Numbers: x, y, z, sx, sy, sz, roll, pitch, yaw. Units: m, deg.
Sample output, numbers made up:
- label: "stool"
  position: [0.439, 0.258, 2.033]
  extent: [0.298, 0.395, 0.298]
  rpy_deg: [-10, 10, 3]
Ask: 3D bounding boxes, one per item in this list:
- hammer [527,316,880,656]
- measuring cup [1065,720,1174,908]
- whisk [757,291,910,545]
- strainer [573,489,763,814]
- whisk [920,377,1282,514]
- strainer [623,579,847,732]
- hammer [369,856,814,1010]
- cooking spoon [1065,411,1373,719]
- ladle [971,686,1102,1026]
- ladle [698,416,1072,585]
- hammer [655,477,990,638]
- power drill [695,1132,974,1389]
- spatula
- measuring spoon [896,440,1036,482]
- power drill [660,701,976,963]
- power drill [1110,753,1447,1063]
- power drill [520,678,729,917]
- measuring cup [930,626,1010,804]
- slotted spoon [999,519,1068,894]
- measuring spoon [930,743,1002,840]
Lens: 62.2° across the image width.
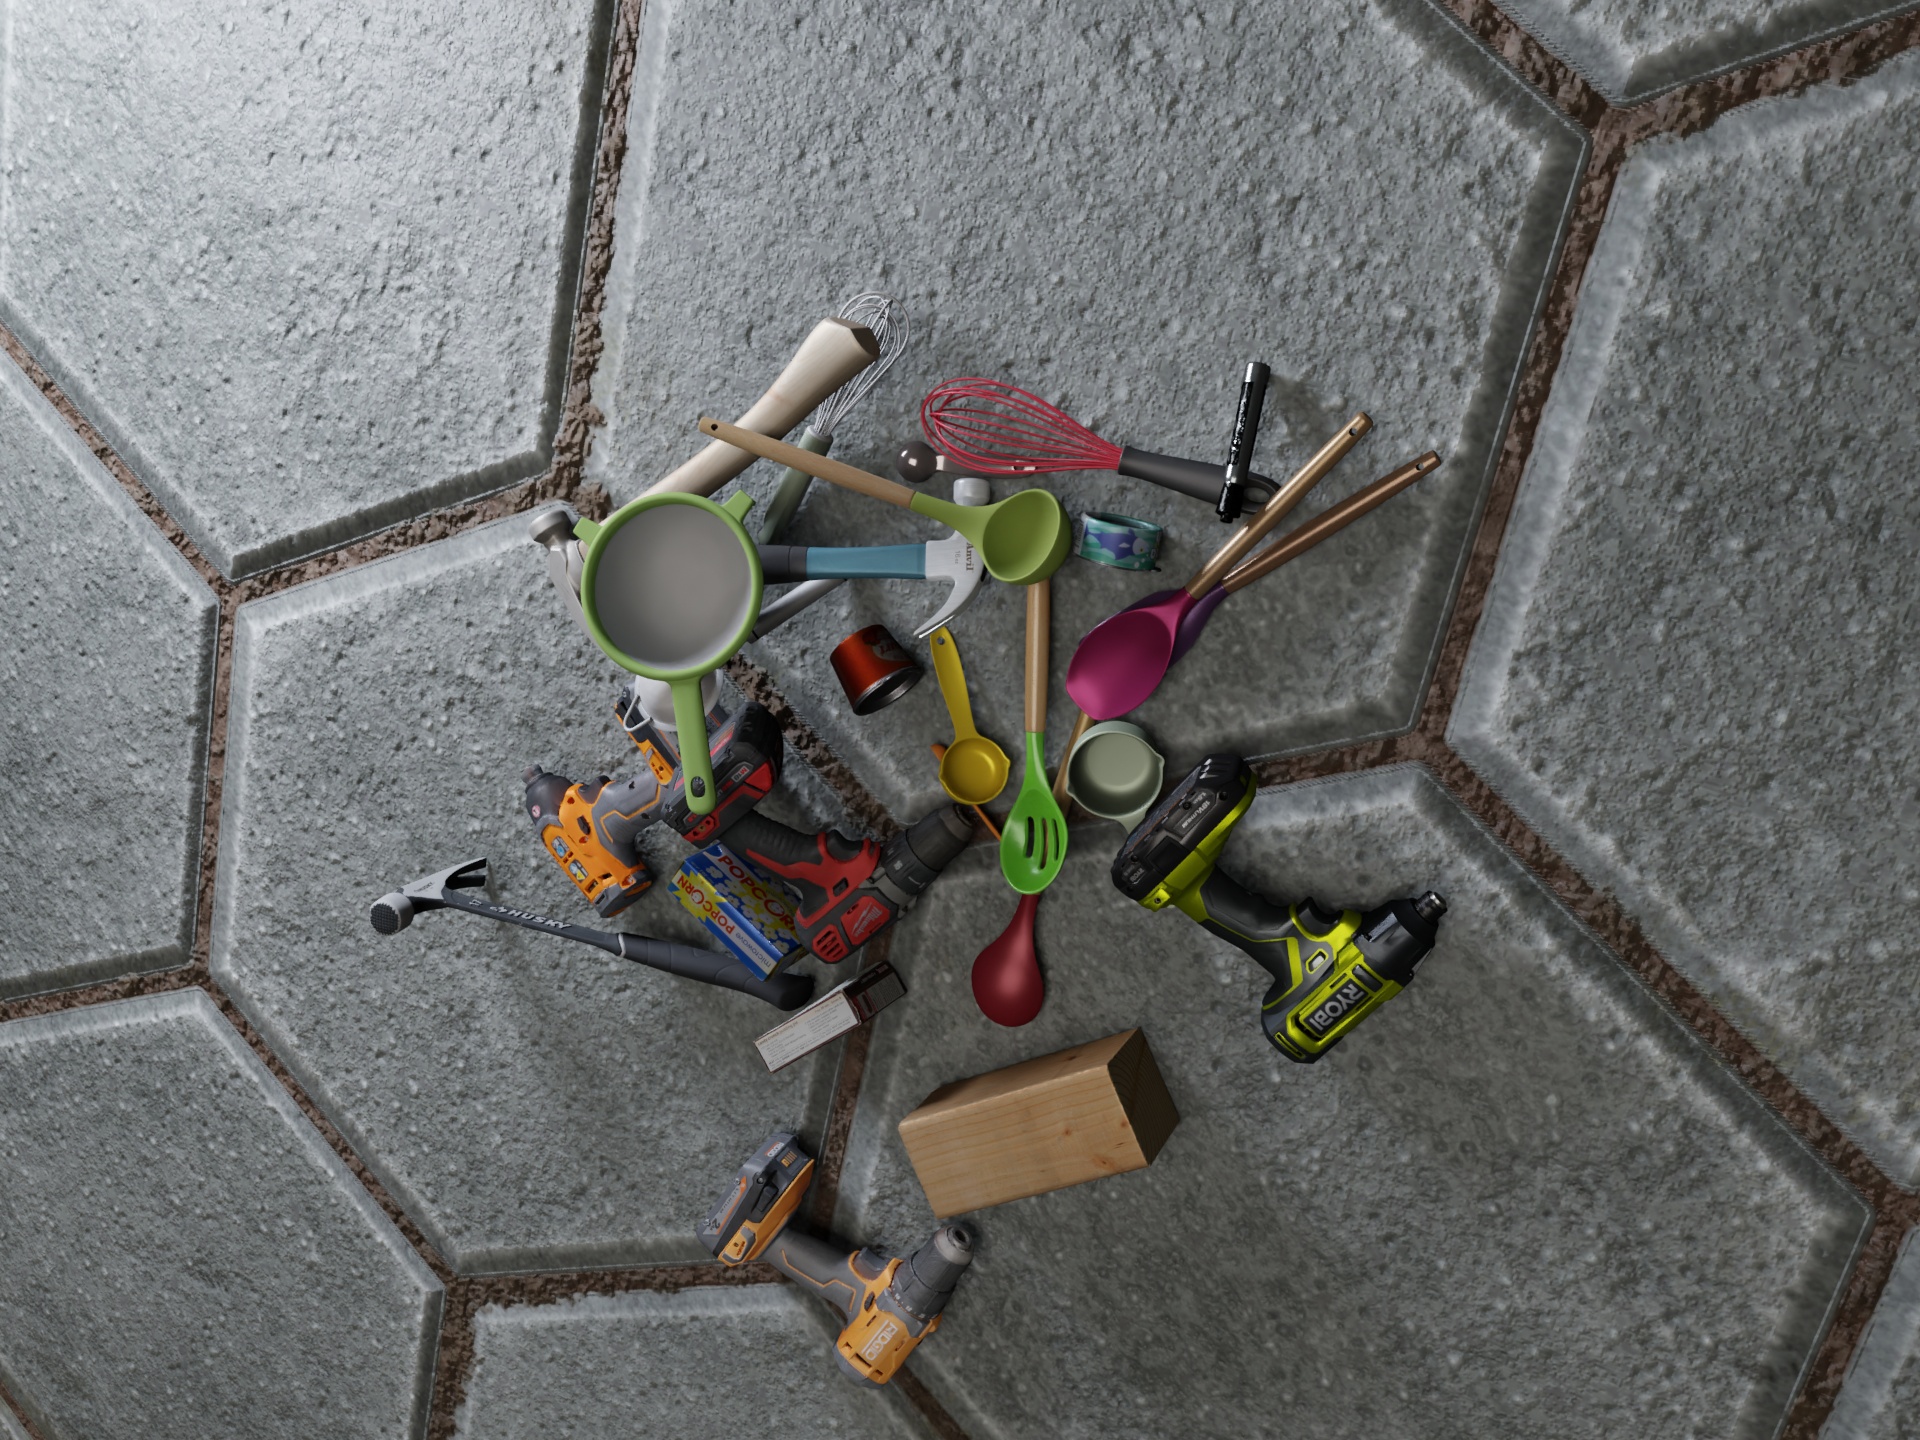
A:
- label: "hammer"
  position: [-0.214, -0.202, 1.355]
  extent: [0.410, 0.038, 0.146]
  rpy_deg: [-31, 89, 34]
- label: "measuring cup"
  position: [0.142, 0.076, 1.287]
  extent: [0.083, 0.038, 0.167]
  rpy_deg: [-20, 110, 15]
- label: "whisk"
  position: [-0.113, -0.246, 1.327]
  extent: [0.059, 0.058, 0.246]
  rpy_deg: [25, 117, -11]
- label: "strainer"
  position: [-0.216, -0.053, 1.281]
  extent: [0.151, 0.069, 0.256]
  rpy_deg: [-9, 88, 10]
- label: "whisk"
  position: [0.107, -0.206, 1.232]
  extent: [0.296, 0.073, 0.073]
  rpy_deg: [17, 107, 13]
- label: "strainer"
  position: [-0.188, -0.072, 1.354]
  extent: [0.258, 0.050, 0.087]
  rpy_deg: [-34, 66, 0]
- label: "hammer"
  position: [-0.333, 0.205, 1.489]
  extent: [0.409, 0.149, 0.036]
  rpy_deg: [13, 107, 12]
- label: "cooking spoon"
  position: [0.194, -0.114, 1.210]
  extent: [0.069, 0.017, 0.319]
  rpy_deg: [48, 117, 8]
- label: "ladle"
  position: [0.069, 0.120, 1.330]
  extent: [0.069, 0.031, 0.315]
  rpy_deg: [22, 107, 20]
- label: "ladle"
  position: [-0.063, -0.185, 1.254]
  extent: [0.320, 0.062, 0.078]
  rpy_deg: [21, 86, 8]
- label: "hammer"
  position: [-0.138, -0.131, 1.319]
  extent: [0.331, 0.033, 0.128]
  rpy_deg: [0, 87, 12]
- label: "power drill"
  position: [-0.109, 0.479, 1.454]
  extent: [0.226, 0.084, 0.185]
  rpy_deg: [38, 113, 8]
- label: "spatula"
  position: [0.225, -0.114, 1.216]
  extent: [0.316, 0.018, 0.060]
  rpy_deg: [-32, 87, 27]
- label: "measuring spoon"
  position: [0.002, -0.209, 1.296]
  extent: [0.124, 0.018, 0.034]
  rpy_deg: [6, 103, 22]
- label: "power drill"
  position: [-0.118, 0.087, 1.345]
  extent: [0.188, 0.080, 0.226]
  rpy_deg: [-41, 110, 18]
- label: "power drill"
  position: [0.243, 0.137, 1.217]
  extent: [0.223, 0.080, 0.171]
  rpy_deg: [41, 114, -1]
- label: "power drill"
  position: [-0.310, 0.055, 1.458]
  extent: [0.164, 0.084, 0.226]
  rpy_deg: [49, 118, 10]
- label: "measuring cup"
  position: [-0.002, -0.004, 1.335]
  extent: [0.062, 0.029, 0.156]
  rpy_deg: [-12, 80, -11]
- label: "slotted spoon"
  position: [0.063, -0.016, 1.289]
  extent: [0.070, 0.031, 0.314]
  rpy_deg: [5, 96, 42]
- label: "measuring spoon"
  position: [0.012, 0.066, 1.349]
  extent: [0.011, 0.021, 0.117]
  rpy_deg: [-37, 84, -4]
